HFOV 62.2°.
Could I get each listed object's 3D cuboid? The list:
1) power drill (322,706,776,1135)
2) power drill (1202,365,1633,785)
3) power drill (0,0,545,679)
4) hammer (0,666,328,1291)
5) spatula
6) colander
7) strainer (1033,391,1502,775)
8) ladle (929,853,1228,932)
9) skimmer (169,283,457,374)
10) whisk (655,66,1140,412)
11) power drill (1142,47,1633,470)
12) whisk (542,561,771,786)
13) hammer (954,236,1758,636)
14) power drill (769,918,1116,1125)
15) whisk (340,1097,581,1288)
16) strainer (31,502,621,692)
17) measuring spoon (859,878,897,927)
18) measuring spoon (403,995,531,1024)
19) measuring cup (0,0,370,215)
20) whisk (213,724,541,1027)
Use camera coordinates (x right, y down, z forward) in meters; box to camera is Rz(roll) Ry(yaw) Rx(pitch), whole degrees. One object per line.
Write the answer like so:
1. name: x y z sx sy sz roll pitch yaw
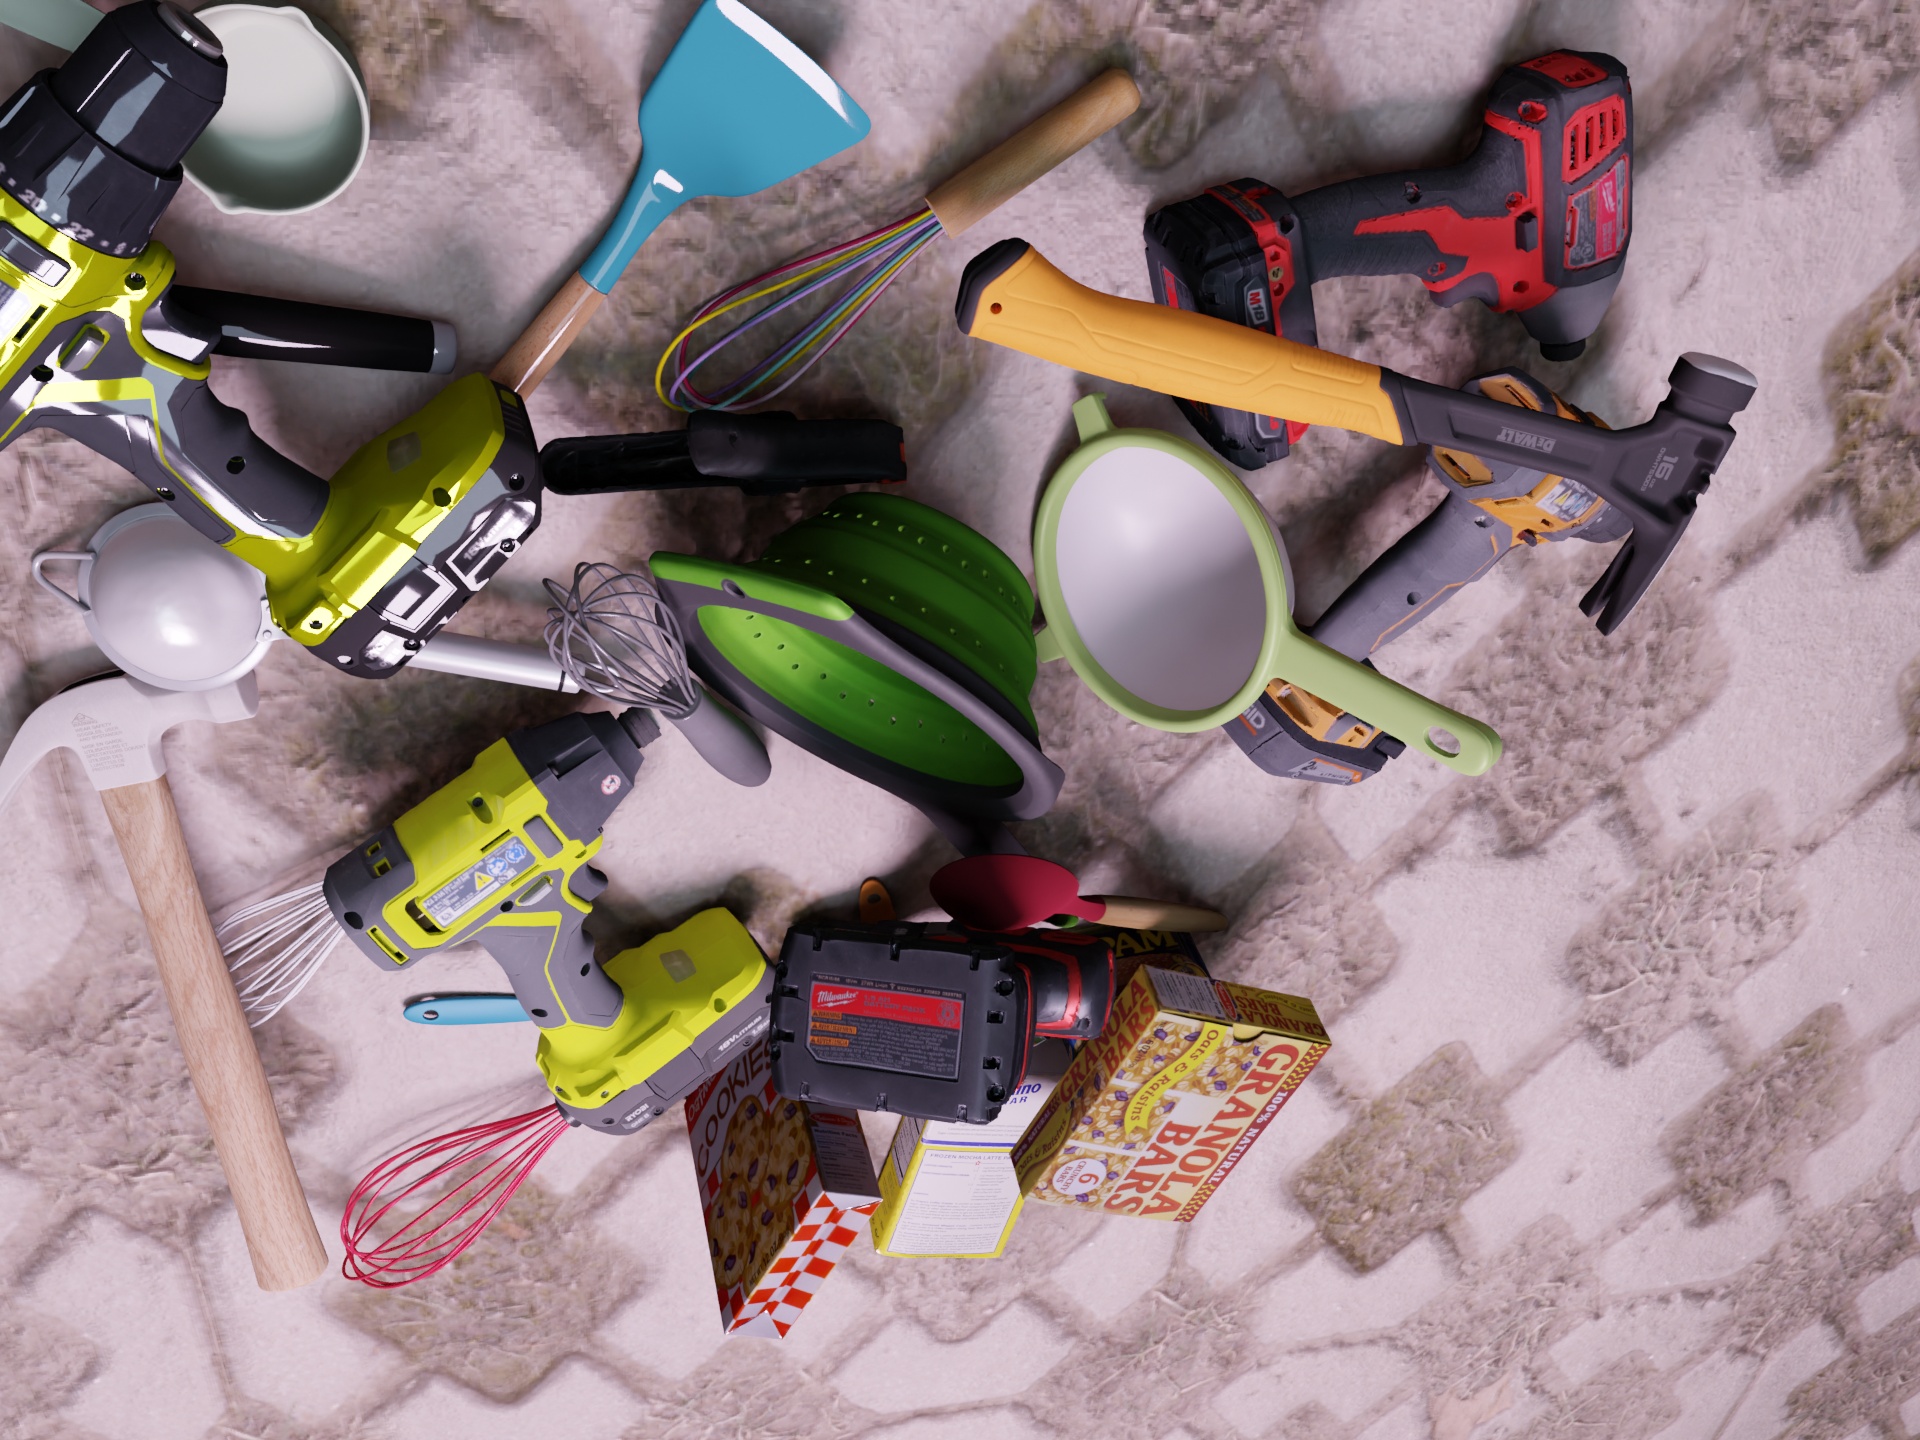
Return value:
1. power drill: -0.189 0.102 0.818 0.171 0.080 0.223 -37 134 -10
2. power drill: 0.249 -0.068 0.827 0.185 0.084 0.226 8 129 -50
3. power drill: -0.273 -0.131 0.598 0.190 0.080 0.228 -42 132 13
4. hammer: -0.374 0.136 0.780 0.130 0.031 0.331 -11 108 -7
5. spatula: -0.172 -0.163 0.676 0.082 0.044 0.317 30 114 -38
6. colander: -0.001 -0.003 0.810 0.094 0.205 0.396 -64 147 -18
7. strainer: 0.149 -0.050 0.752 0.069 0.257 0.151 -26 137 -40
8. ladle: 0.083 0.103 0.872 0.069 0.031 0.315 -20 161 27
9. skimmer: -0.387 -0.179 0.613 0.363 0.090 0.127 1 125 -29
10. whisk: -0.029 -0.206 0.688 0.245 0.051 0.047 -33 121 5
11. power drill: 0.206 -0.206 0.736 0.219 0.079 0.143 -21 128 -4
12. whisk: -0.134 -0.011 0.745 0.055 0.055 0.238 -25 157 3
13. hammer: 0.160 -0.133 0.680 0.336 0.034 0.127 13 119 -9
14. power drill: -0.027 0.139 0.824 0.188 0.226 0.080 5 89 15
15. whisk: -0.248 0.241 0.941 0.296 0.073 0.073 -34 127 4
16. strainer: -0.282 -0.040 0.718 0.258 0.050 0.087 10 108 -17
17. measuring spoon: -0.044 0.138 0.955 0.021 0.011 0.116 -12 124 -2
18. measuring spoon: -0.251 0.172 0.909 0.128 0.021 0.042 2 124 -20
19. measuring cup: -0.301 -0.249 0.582 0.167 0.038 0.083 21 117 -26
20. whisk: -0.301 0.079 0.815 0.246 0.058 0.059 -36 161 6
